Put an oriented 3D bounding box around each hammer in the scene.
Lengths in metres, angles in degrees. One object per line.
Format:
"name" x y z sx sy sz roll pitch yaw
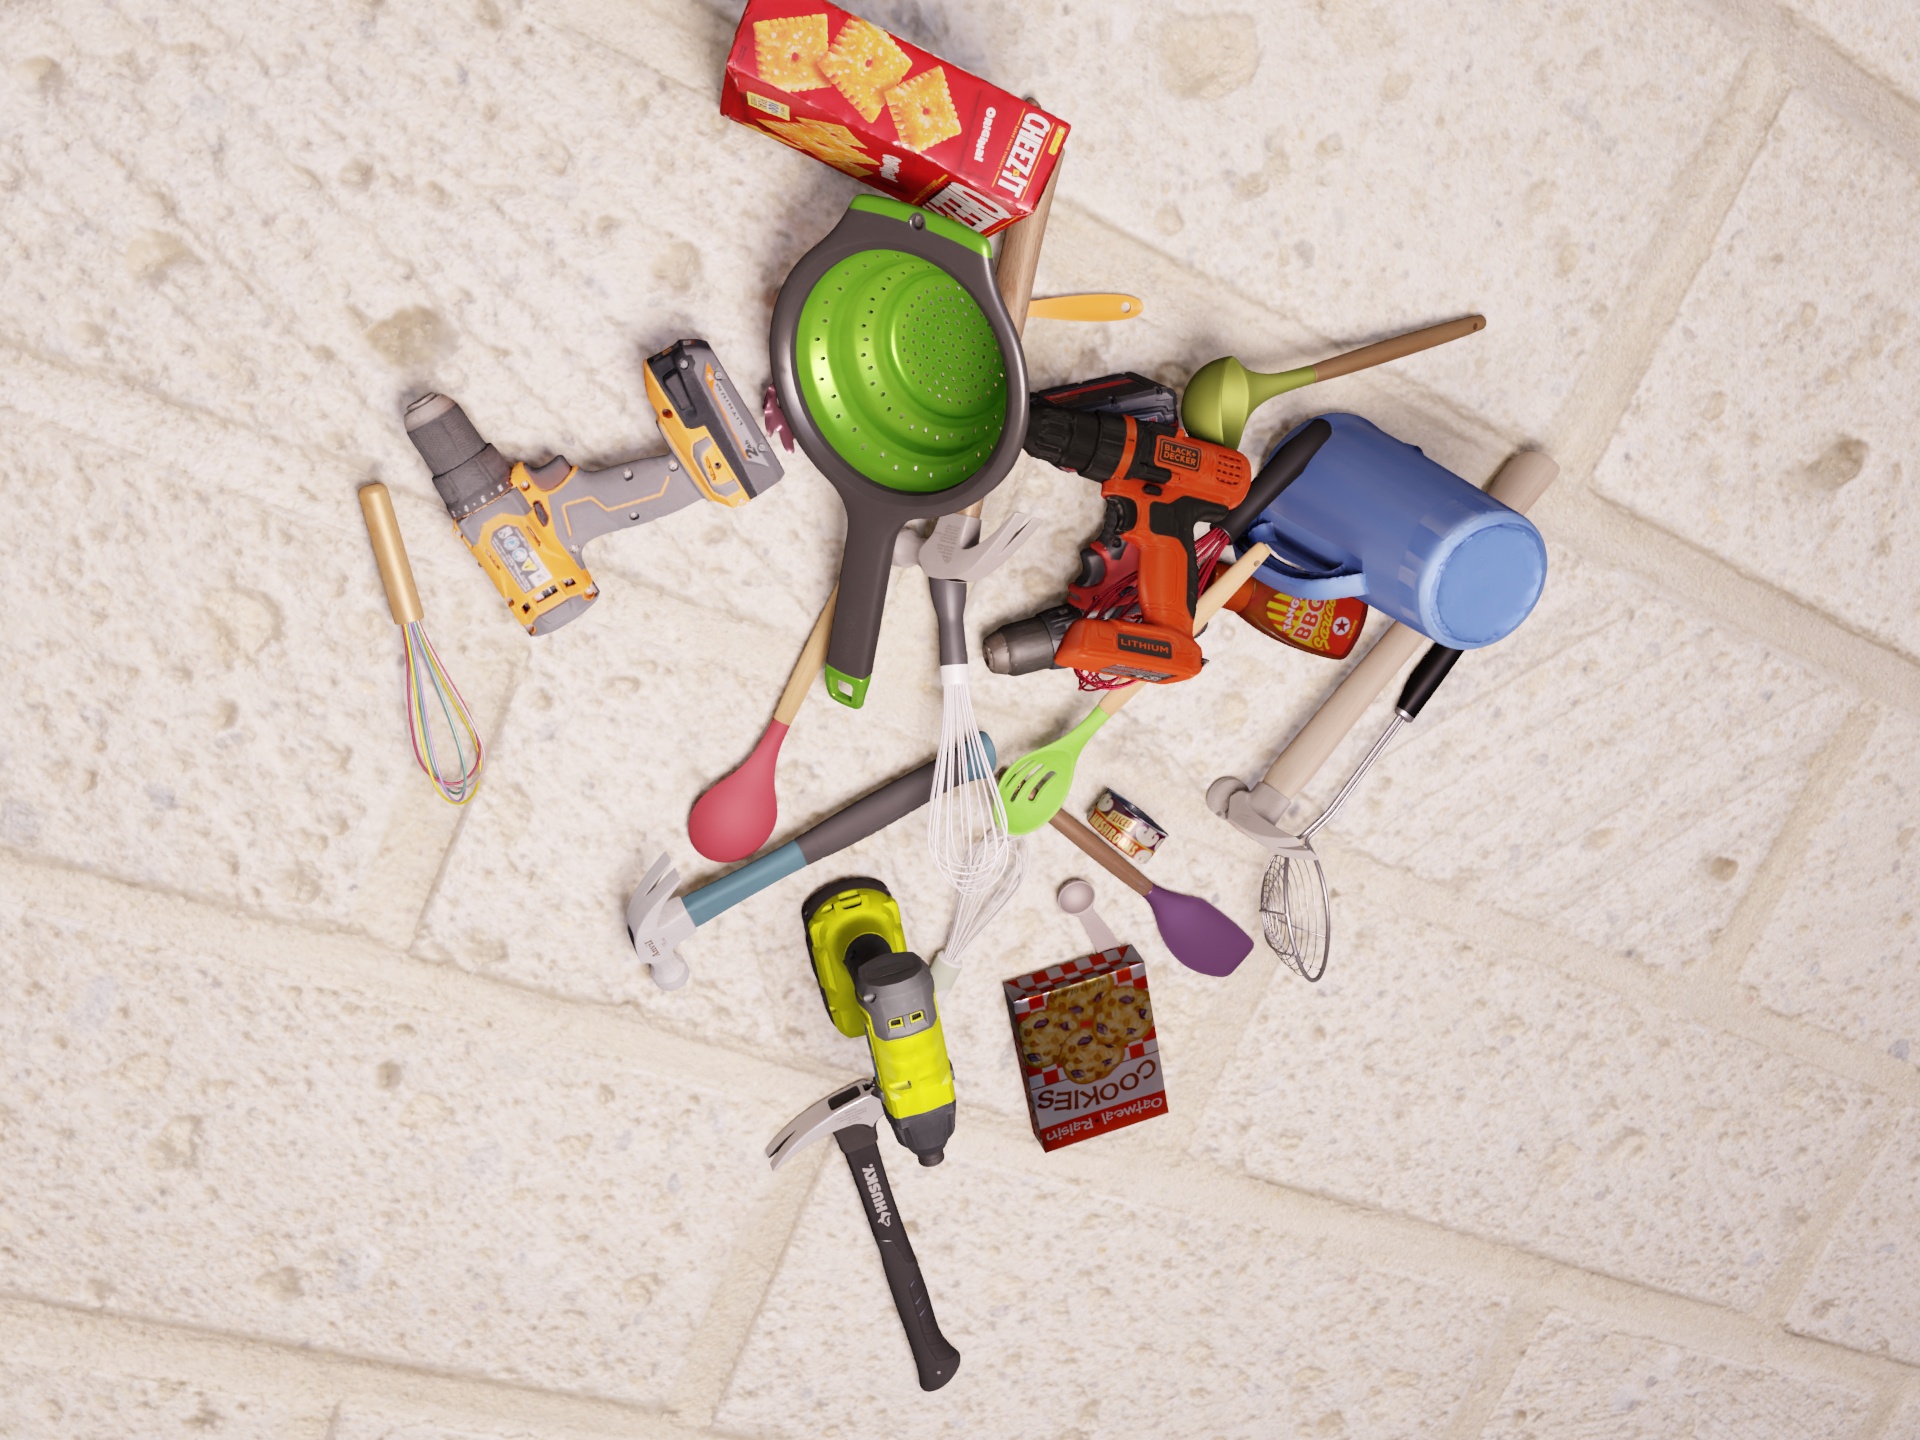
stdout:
"hammer" -0.117 0.101 1.287 0.331 0.033 0.128 -28 140 -11
"hammer" -0.066 0.477 1.442 0.146 0.035 0.334 -19 113 -10
"hammer" 0.028 -0.266 1.192 0.031 0.130 0.331 6 99 -49
"hammer" 0.374 -0.060 1.347 0.038 0.146 0.410 39 89 -23

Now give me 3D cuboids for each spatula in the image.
"spatula" 0.146 0.136 1.400 0.315 0.018 0.060 40 94 -25

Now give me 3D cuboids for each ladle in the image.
"ladle" -0.129 -0.022 1.261 0.069 0.031 0.315 23 98 -26
"ladle" 0.305 -0.278 1.258 0.320 0.062 0.078 -21 119 -24

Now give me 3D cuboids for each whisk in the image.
"whisk" 0.188 -0.130 1.227 0.296 0.073 0.073 -46 115 -11
"whisk" -0.004 0.199 1.362 0.057 0.059 0.246 10 111 -48
"whisk" -0.001 -0.004 1.259 0.070 0.070 0.284 -4 89 -15
"whisk" -0.396 -0.053 1.167 0.047 0.051 0.245 -21 110 -32

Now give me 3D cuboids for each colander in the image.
"colander" -0.040 -0.188 1.167 0.204 0.094 0.396 25 127 18

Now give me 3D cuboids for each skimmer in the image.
"skimmer" 0.380 0.060 1.405 0.363 0.090 0.127 -55 146 3

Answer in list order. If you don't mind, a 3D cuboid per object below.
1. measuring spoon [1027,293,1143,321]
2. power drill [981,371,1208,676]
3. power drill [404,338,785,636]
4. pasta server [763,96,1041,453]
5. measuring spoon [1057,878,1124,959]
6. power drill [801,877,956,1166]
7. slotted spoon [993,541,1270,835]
"measuring spoon" 0.088 -0.321 1.236 0.117 0.011 0.021 -6 109 -19
"power drill" 0.097 -0.146 1.261 0.188 0.080 0.226 -15 115 -12
"power drill" -0.264 -0.190 1.138 0.226 0.084 0.185 -31 112 0
"pasta server" -0.041 -0.332 1.177 0.060 0.040 0.316 38 93 -36
"measuring spoon" 0.120 0.184 1.413 0.034 0.018 0.124 -32 121 1
"power drill" -0.059 0.233 1.257 0.080 0.223 0.171 -15 111 -11
"slotted spoon" 0.136 -0.026 1.284 0.070 0.031 0.313 31 110 -37
